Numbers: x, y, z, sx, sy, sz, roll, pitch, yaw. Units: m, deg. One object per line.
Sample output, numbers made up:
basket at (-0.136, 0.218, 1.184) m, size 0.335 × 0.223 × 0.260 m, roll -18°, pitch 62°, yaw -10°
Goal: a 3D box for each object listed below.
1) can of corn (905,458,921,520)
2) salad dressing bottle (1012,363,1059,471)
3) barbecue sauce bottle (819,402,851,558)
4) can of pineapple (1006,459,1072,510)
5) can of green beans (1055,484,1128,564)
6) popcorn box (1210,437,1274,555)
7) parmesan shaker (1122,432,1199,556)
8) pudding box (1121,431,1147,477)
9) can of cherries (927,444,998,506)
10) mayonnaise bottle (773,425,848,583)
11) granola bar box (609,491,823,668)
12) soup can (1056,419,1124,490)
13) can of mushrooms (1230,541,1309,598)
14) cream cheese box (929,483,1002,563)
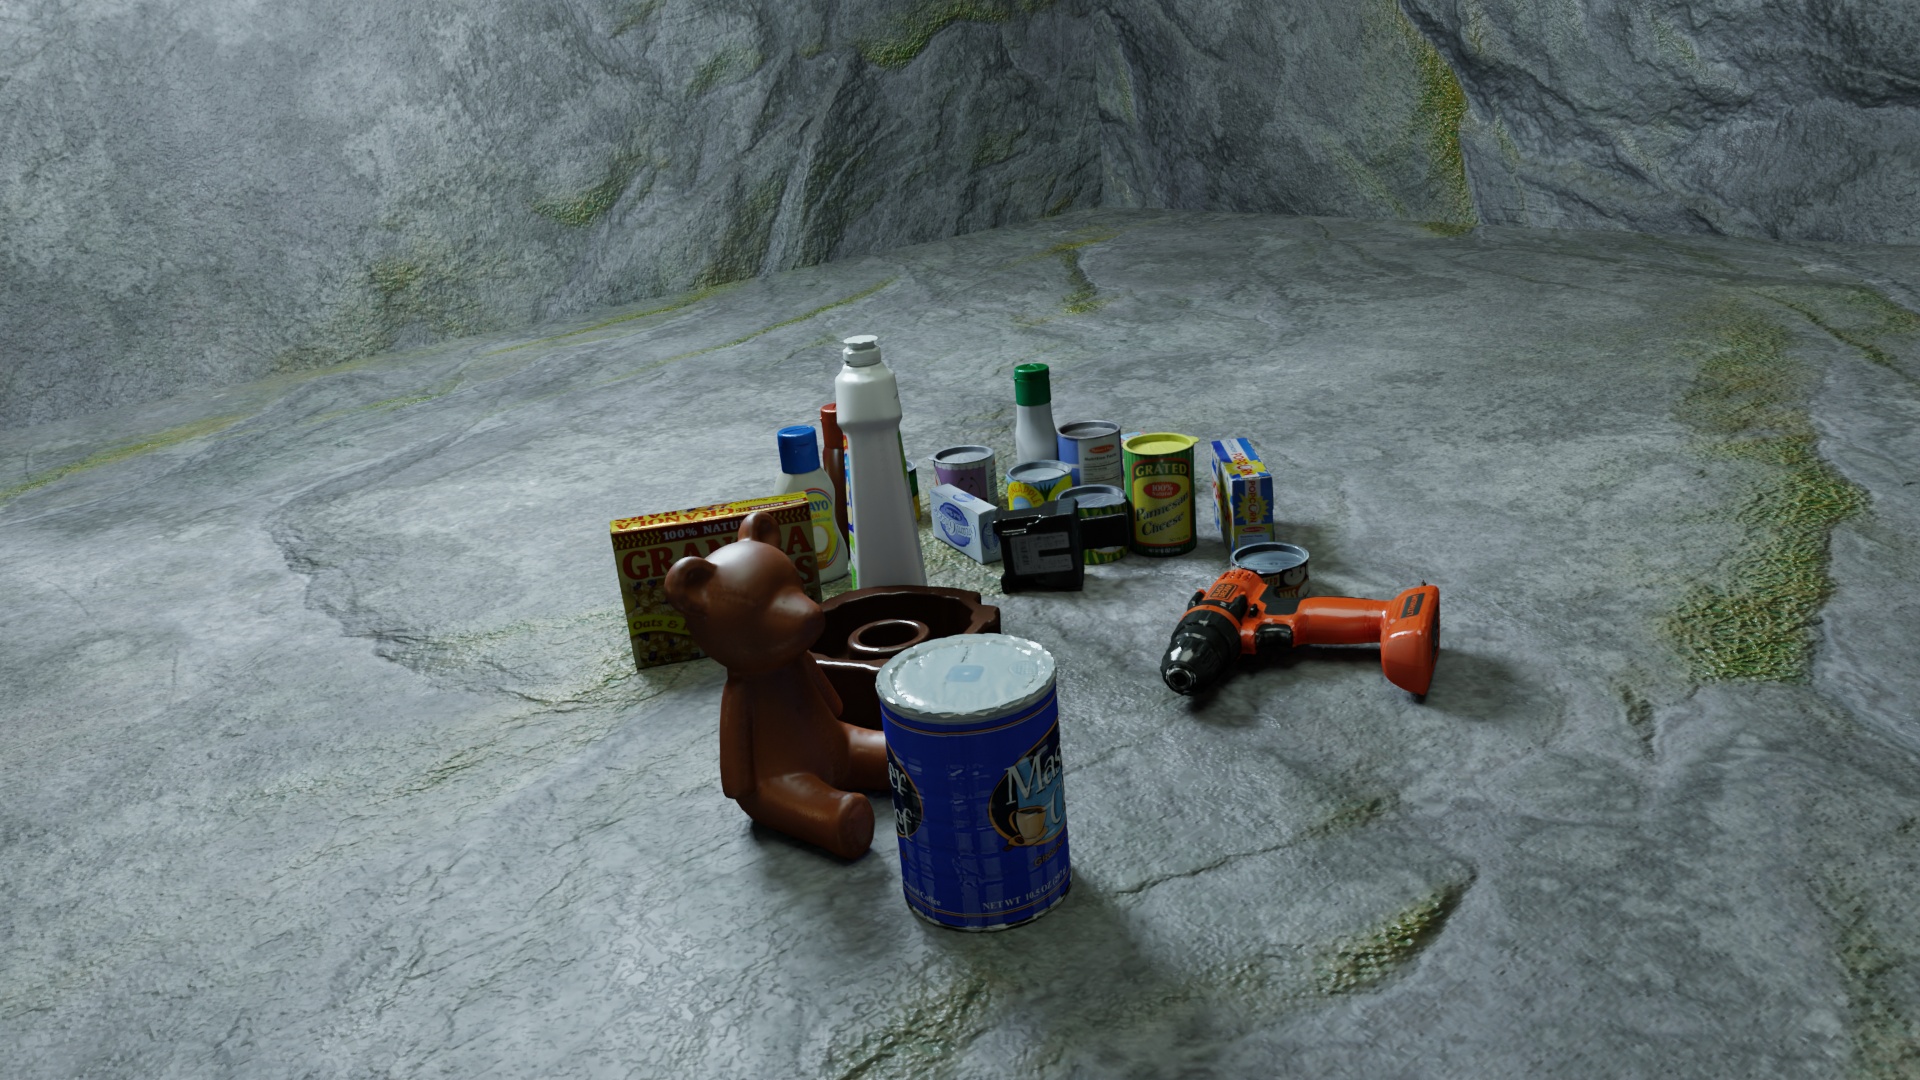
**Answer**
can of corn at (-0.078, -0.049, 1.458) m, size 0.071 × 0.058 × 0.071 m, roll -5°, pitch 20°, yaw 2°
salad dressing bottle at (0.080, -0.110, 1.452) m, size 0.044 × 0.147 × 0.064 m, roll -9°, pitch 20°, yaw -8°
barbecue sauce bottle at (-0.112, -0.061, 1.370) m, size 0.044 × 0.148 × 0.065 m, roll -5°, pitch 20°, yaw 1°
can of pineapple at (0.080, -0.044, 1.402) m, size 0.071 × 0.057 × 0.071 m, roll -5°, pitch 20°, yaw 2°
can of green beans at (0.125, -0.015, 1.313) m, size 0.071 × 0.057 × 0.071 m, roll -5°, pitch 20°, yaw 2°
popcorn box at (0.263, -0.038, 1.298) m, size 0.038 × 0.085 × 0.127 m, roll -5°, pitch 20°, yaw 3°
parmesan shaker at (0.191, -0.043, 1.305) m, size 0.071 × 0.102 × 0.071 m, roll -5°, pitch 20°, yaw 2°
pudding box at (0.201, -0.084, 1.490) m, size 0.030 × 0.049 × 0.084 m, roll -11°, pitch 21°, yaw -13°
can of cherries at (0.003, -0.065, 1.481) m, size 0.071 × 0.058 × 0.072 m, roll -5°, pitch 20°, yaw 2°
mayonnaise bottle at (-0.145, -0.032, 1.302) m, size 0.065 × 0.147 × 0.041 m, roll -15°, pitch 22°, yaw -24°
granola bar box at (-0.202, 0.033, 1.175) m, size 0.166 × 0.123 × 0.039 m, roll -9°, pitch 20°, yaw -10°
soup can at (0.135, -0.077, 1.441) m, size 0.071 × 0.083 × 0.071 m, roll -5°, pitch 20°, yaw 2°
can of mushrooms at (0.265, 0.029, 1.191) m, size 0.071 × 0.033 × 0.071 m, roll -5°, pitch 20°, yaw 2°
cream cheese box at (0.005, -0.017, 1.356) m, size 0.024 × 0.053 × 0.104 m, roll -15°, pitch 22°, yaw -25°
